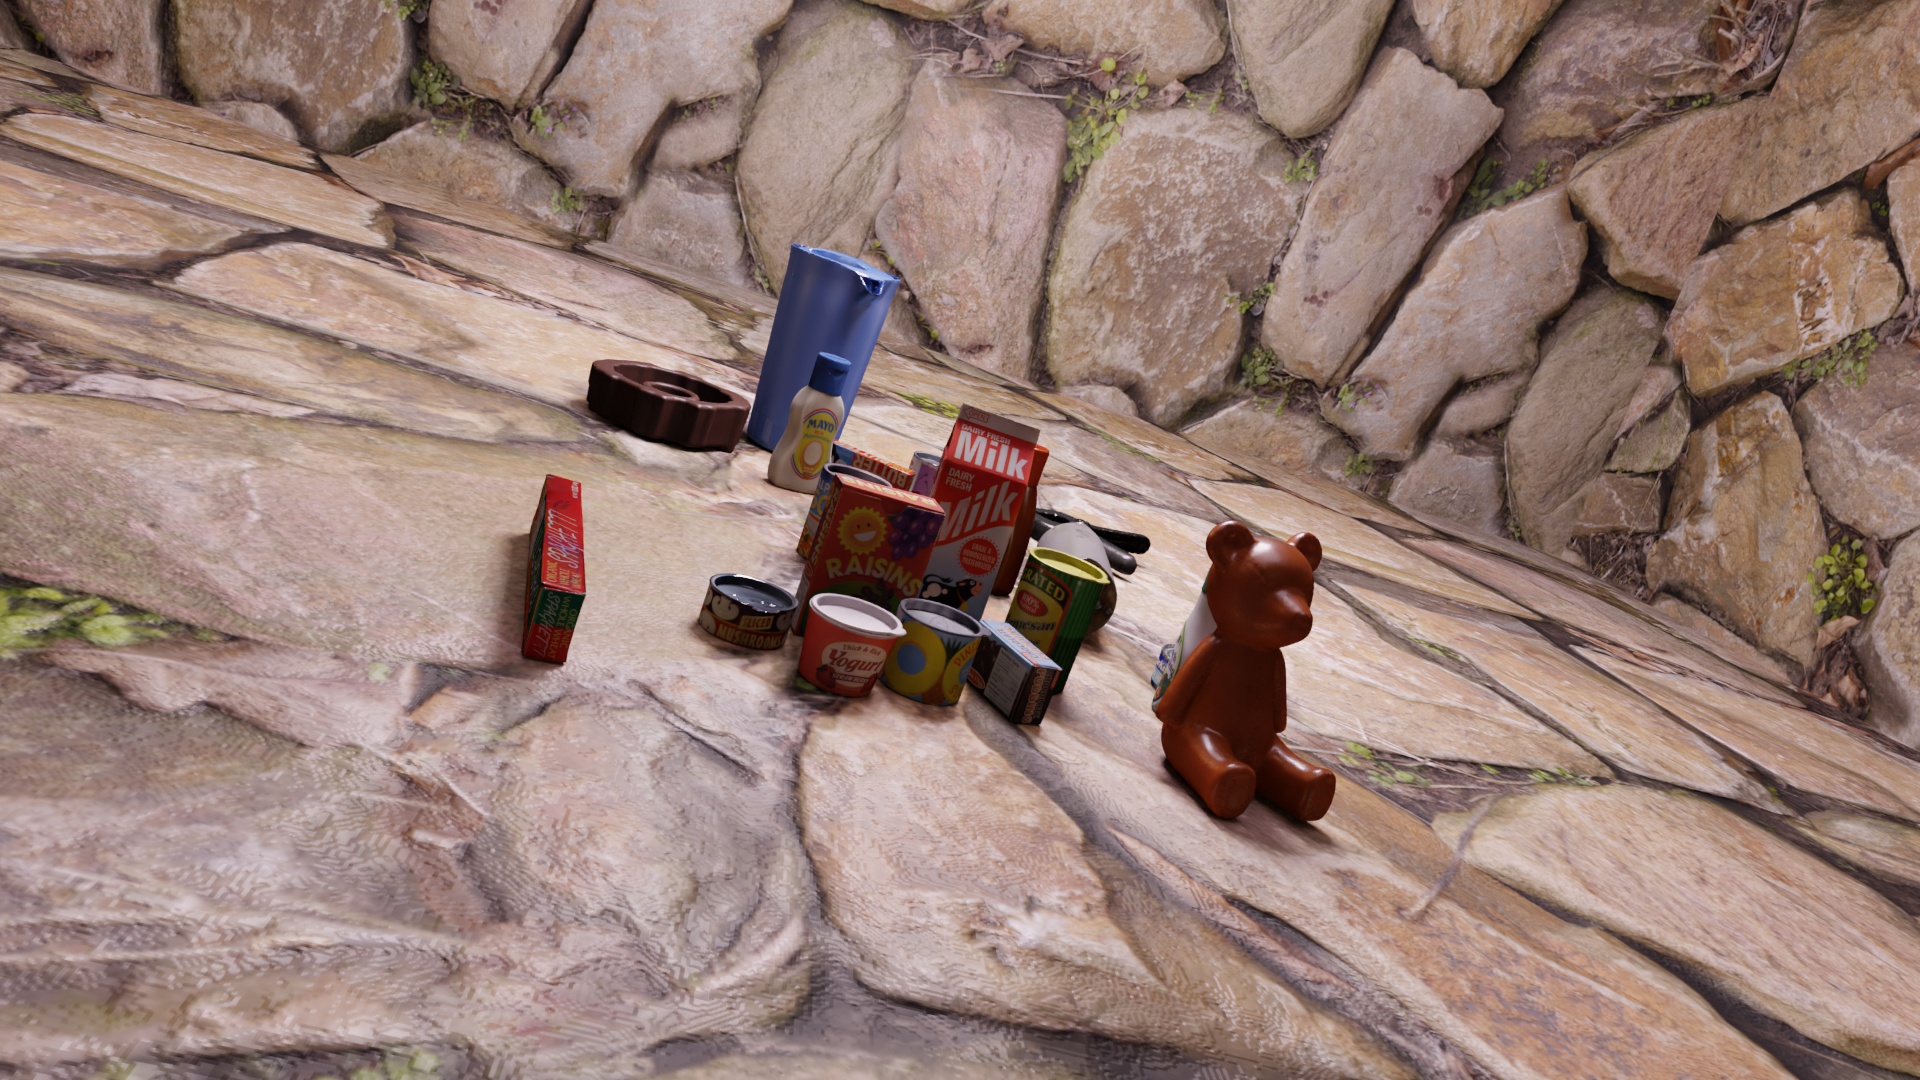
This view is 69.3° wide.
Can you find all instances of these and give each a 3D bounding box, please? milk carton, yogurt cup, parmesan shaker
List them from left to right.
[{"bbox_3d":[-0.081,0.074,0.978,0.072,0.053,0.072,18,13,-4],"label":"yogurt cup"},{"bbox_3d":[0.004,-0.015,1.162,0.072,0.190,0.073,18,12,-5],"label":"milk carton"},{"bbox_3d":[0.072,0.066,1.123,0.071,0.102,0.071,18,12,-4],"label":"parmesan shaker"}]

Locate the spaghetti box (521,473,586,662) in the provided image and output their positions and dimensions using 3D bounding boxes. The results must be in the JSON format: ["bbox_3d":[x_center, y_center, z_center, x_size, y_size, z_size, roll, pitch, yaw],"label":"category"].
[{"bbox_3d":[-0.279,0.013,0.953,0.029,0.050,0.251,15,14,-20],"label":"spaghetti box"}]

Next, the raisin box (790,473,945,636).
[{"bbox_3d":[-0.073,0.019,1.062,0.086,0.123,0.040,15,13,-19],"label":"raisin box"}]

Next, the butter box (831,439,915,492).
[{"bbox_3d":[-0.106,-0.069,1.536,0.103,0.053,0.024,22,13,11],"label":"butter box"}]

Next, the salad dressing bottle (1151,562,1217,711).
[{"bbox_3d":[0.205,0.080,1.158,0.044,0.147,0.064,21,12,5],"label":"salad dressing bottle"}]

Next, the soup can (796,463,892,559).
[{"bbox_3d":[-0.107,-0.020,1.262,0.071,0.083,0.071,18,13,-4],"label":"soup can"}]

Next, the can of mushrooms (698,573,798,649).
[{"bbox_3d":[-0.154,0.052,1.009,0.071,0.033,0.071,18,13,-4],"label":"can of mushrooms"}]

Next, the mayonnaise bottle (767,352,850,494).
[{"bbox_3d":[-0.156,-0.125,1.482,0.065,0.147,0.041,11,15,-33],"label":"mayonnaise bottle"}]

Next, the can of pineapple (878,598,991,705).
[{"bbox_3d":[-0.021,0.082,1.022,0.071,0.057,0.071,18,13,-4],"label":"can of pineapple"}]

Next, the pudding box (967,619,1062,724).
[{"bbox_3d":[0.037,0.099,1.056,0.030,0.049,0.084,11,15,-34],"label":"pudding box"}]

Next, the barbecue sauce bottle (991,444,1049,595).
[{"bbox_3d":[0.045,-0.025,1.358,0.044,0.148,0.065,6,18,-46],"label":"barbecue sauce bottle"}]

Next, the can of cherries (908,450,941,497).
[{"bbox_3d":[-0.030,-0.065,1.616,0.071,0.058,0.071,18,13,-4],"label":"can of cherries"}]
